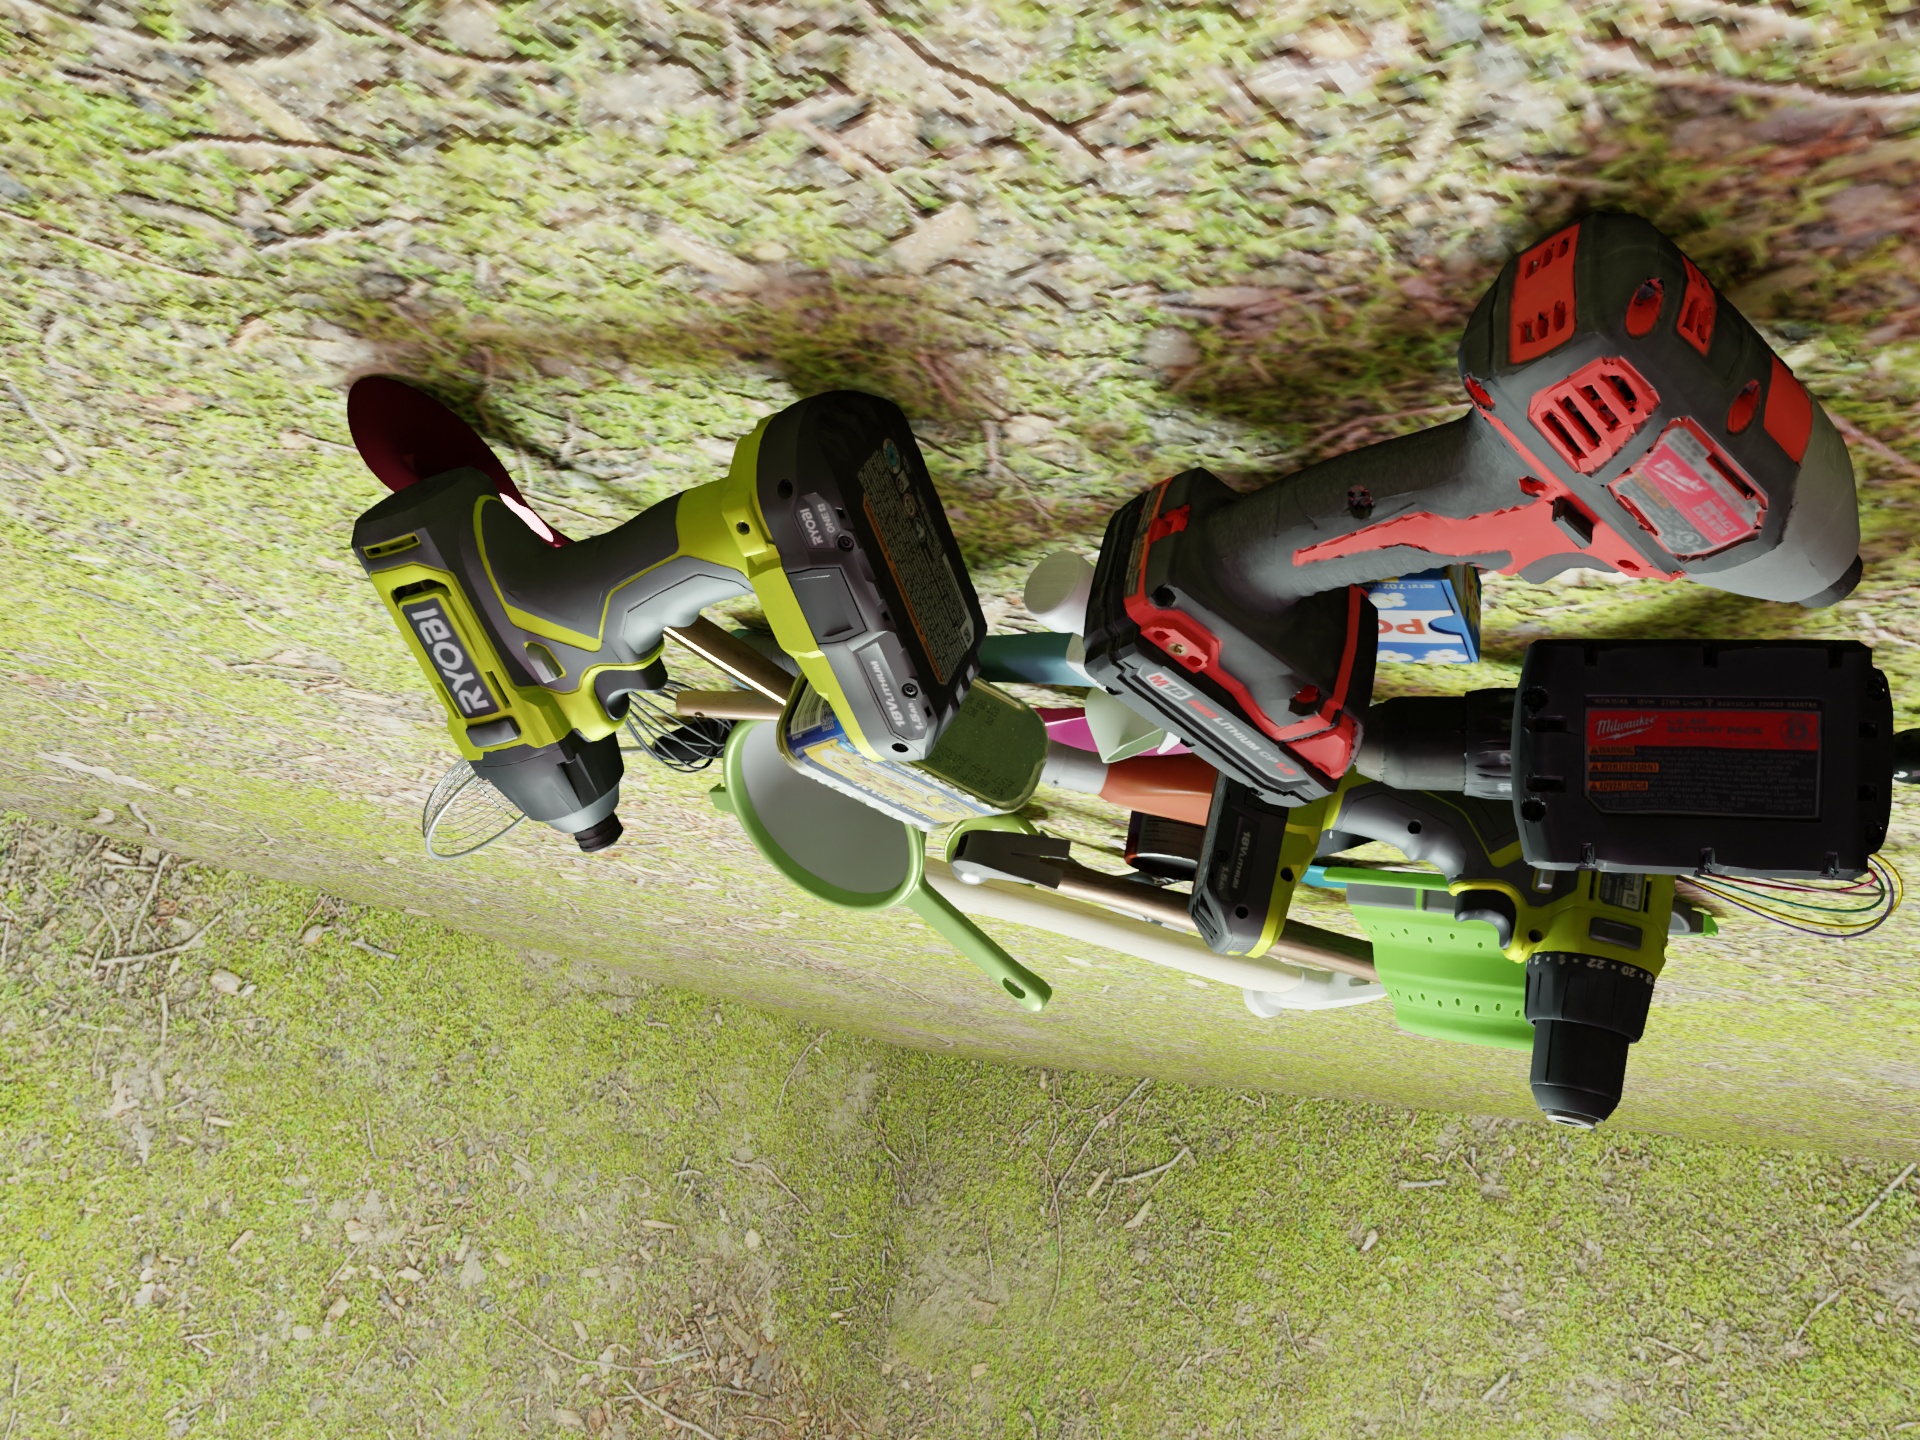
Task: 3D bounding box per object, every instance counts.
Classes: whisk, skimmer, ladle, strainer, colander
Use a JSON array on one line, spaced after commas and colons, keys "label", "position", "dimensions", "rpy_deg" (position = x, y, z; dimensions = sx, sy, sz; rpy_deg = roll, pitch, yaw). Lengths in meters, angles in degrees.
[{"label": "whisk", "position": [-0.213, -0.026, 0.949], "dimensions": [0.055, 0.055, 0.238], "rpy_deg": [1, 157, 30]}, {"label": "skimmer", "position": [-0.250, 0.051, 1.148], "dimensions": [0.363, 0.090, 0.127], "rpy_deg": [-5, -169, 35]}, {"label": "whisk", "position": [0.412, 0.076, 0.924], "dimensions": [0.245, 0.051, 0.047], "rpy_deg": [10, 144, 15]}, {"label": "ladle", "position": [0.012, 0.056, 1.067], "dimensions": [0.078, 0.062, 0.320], "rpy_deg": [8, 161, 11]}, {"label": "ladle", "position": [-0.149, -0.057, 0.744], "dimensions": [0.069, 0.031, 0.315], "rpy_deg": [-8, 148, 42]}, {"label": "strainer", "position": [-0.032, 0.076, 0.994], "dimensions": [0.256, 0.069, 0.151], "rpy_deg": [41, 137, 3]}, {"label": "colander", "position": [0.375, 0.154, 0.989], "dimensions": [0.396, 0.094, 0.204], "rpy_deg": [11, 173, -42]}]

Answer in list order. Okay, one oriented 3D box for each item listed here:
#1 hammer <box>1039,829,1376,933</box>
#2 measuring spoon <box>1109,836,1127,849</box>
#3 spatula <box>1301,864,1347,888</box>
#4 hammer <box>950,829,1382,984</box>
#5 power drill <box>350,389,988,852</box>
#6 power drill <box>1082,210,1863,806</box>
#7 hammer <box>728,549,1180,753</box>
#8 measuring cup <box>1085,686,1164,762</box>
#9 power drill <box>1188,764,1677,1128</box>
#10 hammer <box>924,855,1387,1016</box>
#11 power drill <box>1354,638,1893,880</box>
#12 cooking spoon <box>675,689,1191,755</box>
[{"label": "hammer", "position": [0.189, 0.089, 1.085], "dimensions": [0.149, 0.036, 0.409], "rpy_deg": [26, 158, -17]}, {"label": "measuring spoon", "position": [0.174, 0.104, 1.210], "dimensions": [0.124, 0.018, 0.034], "rpy_deg": [18, 160, -2]}, {"label": "spatula", "position": [0.320, 0.165, 1.089], "dimensions": [0.082, 0.044, 0.318], "rpy_deg": [23, -167, -36]}, {"label": "hammer", "position": [0.158, 0.126, 1.027], "dimensions": [0.331, 0.031, 0.130], "rpy_deg": [15, 169, -3]}, {"label": "power drill", "position": [-0.112, -0.032, 0.629], "dimensions": [0.223, 0.080, 0.171], "rpy_deg": [-11, 117, 24]}, {"label": "power drill", "position": [0.155, -0.052, 0.498], "dimensions": [0.143, 0.079, 0.219], "rpy_deg": [33, 144, -25]}, {"label": "hammer", "position": [-0.017, -0.030, 0.757], "dimensions": [0.128, 0.033, 0.331], "rpy_deg": [32, 162, -35]}, {"label": "measuring cup", "position": [0.124, -0.030, 0.737], "dimensions": [0.083, 0.038, 0.167], "rpy_deg": [-14, 165, -45]}, {"label": "power drill", "position": [0.236, 0.085, 0.792], "dimensions": [0.228, 0.191, 0.080], "rpy_deg": [13, 164, 5]}, {"label": "hammer", "position": [0.123, 0.154, 1.164], "dimensions": [0.410, 0.038, 0.146], "rpy_deg": [18, 156, -26]}, {"label": "power drill", "position": [0.251, 0.011, 0.638], "dimensions": [0.188, 0.080, 0.226], "rpy_deg": [1, -179, 15]}, {"label": "cooking spoon", "position": [-0.001, -0.003, 0.889], "dimensions": [0.319, 0.017, 0.068], "rpy_deg": [3, 157, 3]}]
